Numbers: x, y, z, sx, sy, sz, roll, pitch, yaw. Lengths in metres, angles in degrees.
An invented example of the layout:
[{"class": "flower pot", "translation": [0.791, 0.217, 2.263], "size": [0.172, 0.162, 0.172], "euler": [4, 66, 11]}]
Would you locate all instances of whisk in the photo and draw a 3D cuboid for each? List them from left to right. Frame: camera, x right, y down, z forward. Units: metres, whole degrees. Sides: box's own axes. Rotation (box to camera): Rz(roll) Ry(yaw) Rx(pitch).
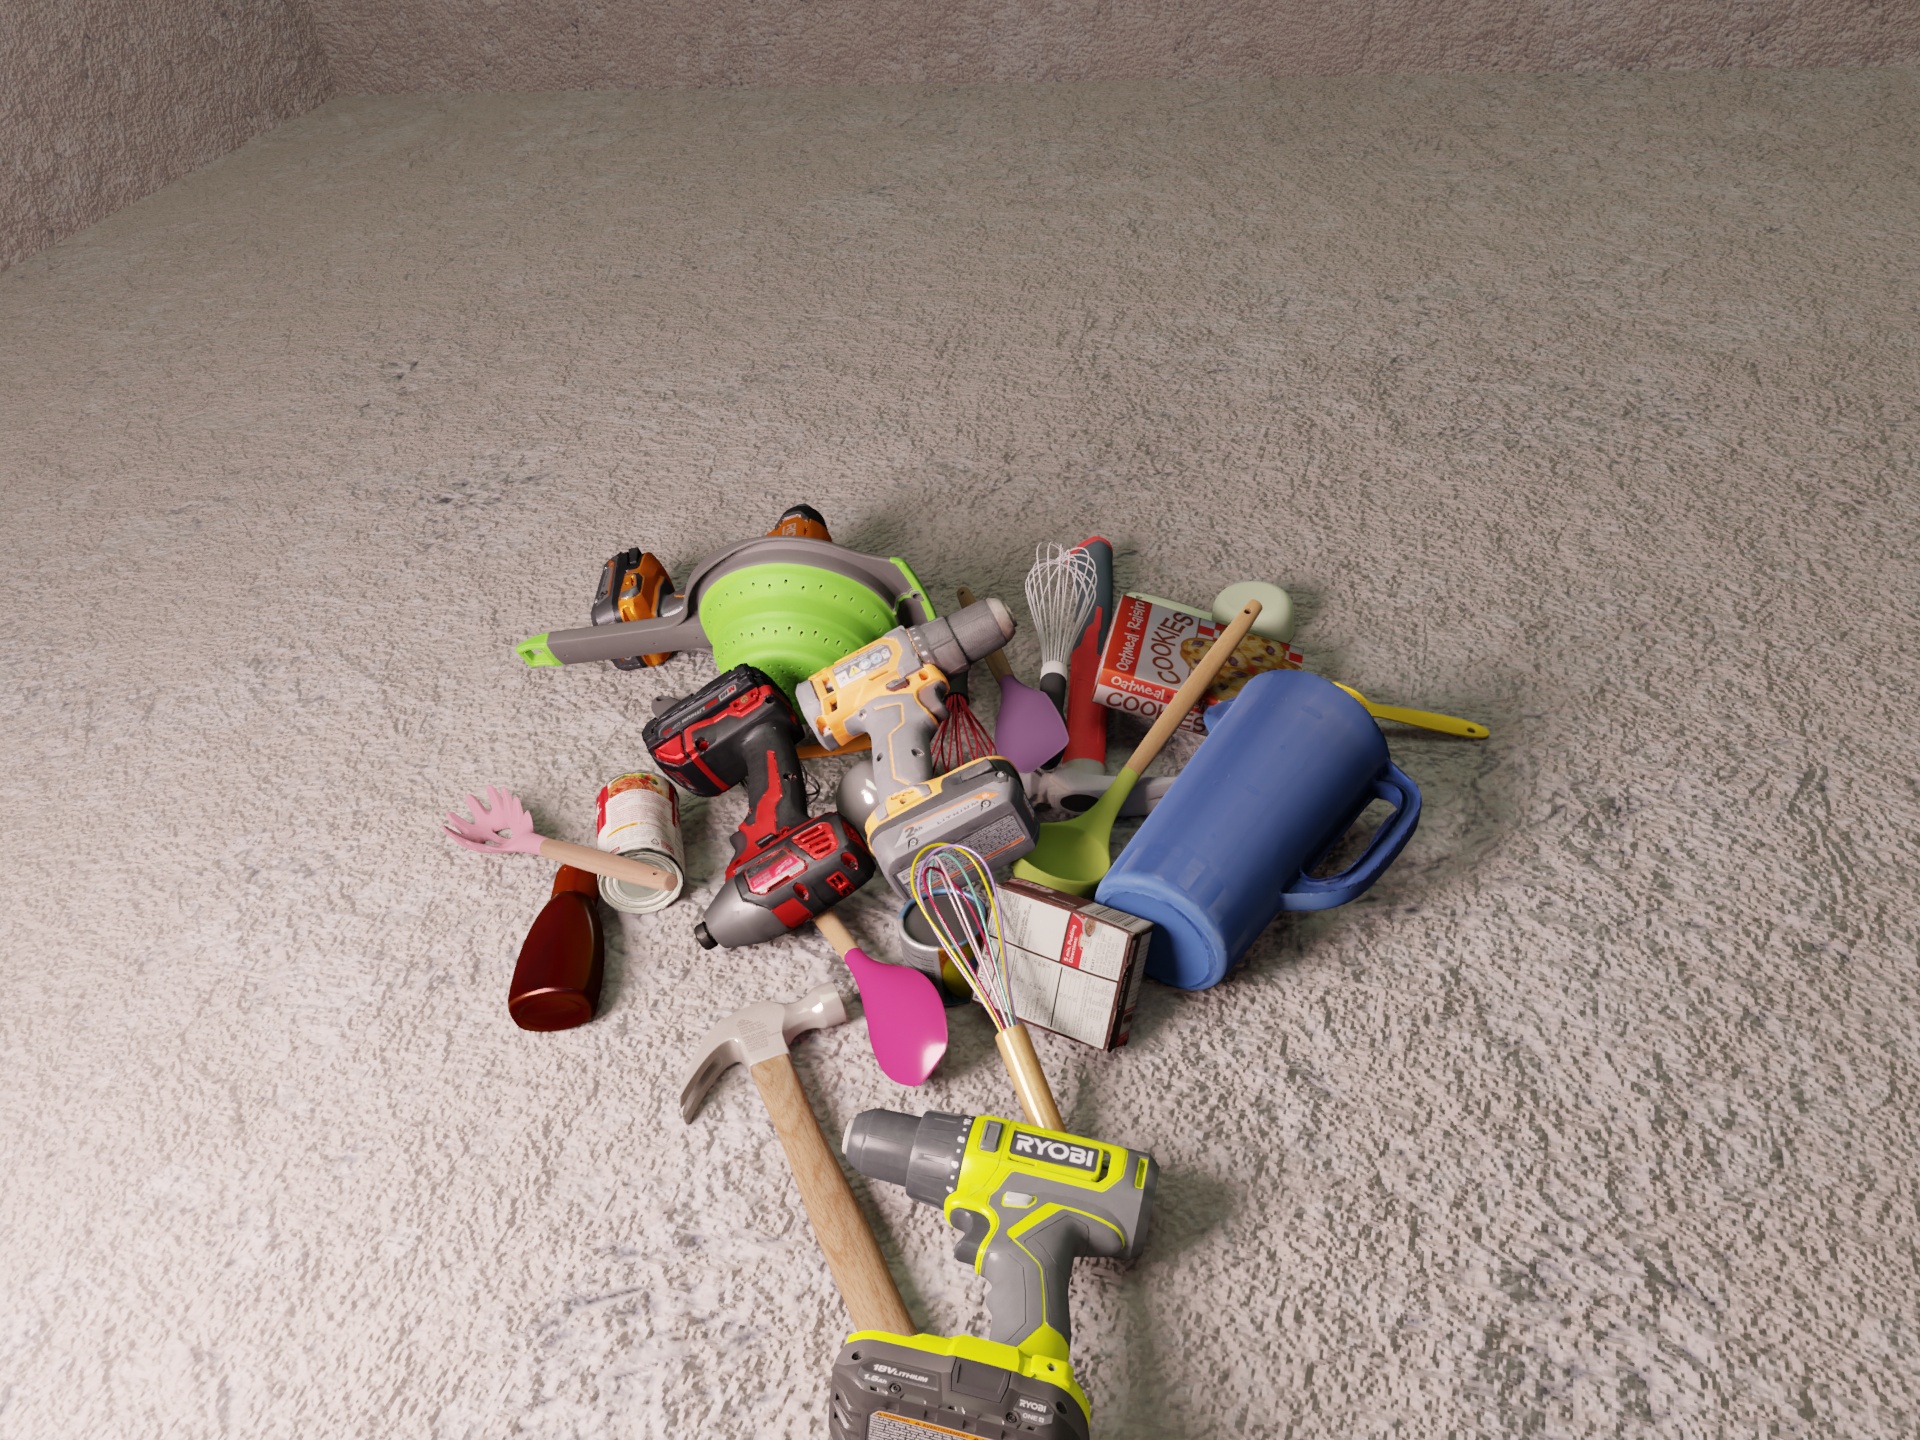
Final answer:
[{"class": "whisk", "translation": [-0.203, 0.025, 1.379], "size": [0.055, 0.055, 0.239], "euler": [-32, 39, -29]}, {"class": "whisk", "translation": [-0.002, -0.004, 1.356], "size": [0.073, 0.073, 0.296], "euler": [-7, 37, 1]}, {"class": "whisk", "translation": [0.021, 0.189, 1.059], "size": [0.047, 0.051, 0.245], "euler": [7, 50, -44]}, {"class": "whisk", "translation": [0.083, -0.059, 1.367], "size": [0.070, 0.070, 0.285], "euler": [-1, 43, 8]}]

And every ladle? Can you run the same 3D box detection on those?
[{"class": "ladle", "translation": [0.148, 0.015, 1.246], "size": [0.078, 0.062, 0.320], "euler": [30, 68, 24]}]

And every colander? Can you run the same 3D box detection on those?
[{"class": "colander", "translation": [-0.220, -0.052, 1.397], "size": [0.397, 0.204, 0.095], "euler": [-6, 56, 17]}]

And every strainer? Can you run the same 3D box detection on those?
[{"class": "strainer", "translation": [-0.069, 0.021, 1.347], "size": [0.087, 0.050, 0.259], "euler": [-33, 26, 23]}]

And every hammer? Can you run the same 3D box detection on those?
[{"class": "hammer", "translation": [-0.088, 0.298, 1.005], "size": [0.130, 0.031, 0.332], "euler": [-19, 38, -15]}, {"class": "hammer", "translation": [0.132, -0.051, 1.423], "size": [0.143, 0.038, 0.387], "euler": [0, 38, 8]}]

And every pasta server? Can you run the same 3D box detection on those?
[{"class": "pasta server", "translation": [-0.313, 0.097, 1.238], "size": [0.316, 0.040, 0.060], "euler": [7, 45, 48]}]

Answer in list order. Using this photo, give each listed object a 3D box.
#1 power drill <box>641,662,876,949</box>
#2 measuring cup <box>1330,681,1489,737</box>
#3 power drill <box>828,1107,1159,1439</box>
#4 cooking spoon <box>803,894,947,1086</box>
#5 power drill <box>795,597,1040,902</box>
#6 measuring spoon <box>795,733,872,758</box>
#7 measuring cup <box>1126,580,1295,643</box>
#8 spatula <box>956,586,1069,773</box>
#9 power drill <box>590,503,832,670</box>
[{"class": "power drill", "translation": [-0.164, 0.073, 1.232], "size": [0.143, 0.078, 0.220], "euler": [-33, 50, 4]}, {"class": "measuring cup", "translation": [0.359, 0.005, 1.327], "size": [0.156, 0.029, 0.062], "euler": [11, 39, 4]}, {"class": "power drill", "translation": [0.005, 0.314, 0.899], "size": [0.190, 0.080, 0.229], "euler": [11, 31, 8]}, {"class": "cooking spoon", "translation": [-0.090, 0.161, 1.180], "size": [0.069, 0.017, 0.319], "euler": [-56, 38, 8]}, {"class": "power drill", "translation": [-0.014, 0.011, 1.221], "size": [0.185, 0.084, 0.226], "euler": [-28, 48, 1]}, {"class": "measuring spoon", "translation": [-0.119, 0.022, 1.391], "size": [0.117, 0.011, 0.021], "euler": [-9, 37, -3]}, {"class": "measuring cup", "translation": [0.230, -0.110, 1.480], "size": [0.168, 0.038, 0.083], "euler": [17, 43, 26]}, {"class": "spatula", "translation": [0.032, -0.043, 1.354], "size": [0.060, 0.018, 0.316], "euler": [-37, 30, 9]}, {"class": "power drill", "translation": [-0.231, -0.139, 1.537], "size": [0.226, 0.084, 0.164], "euler": [-15, 36, 9]}]
